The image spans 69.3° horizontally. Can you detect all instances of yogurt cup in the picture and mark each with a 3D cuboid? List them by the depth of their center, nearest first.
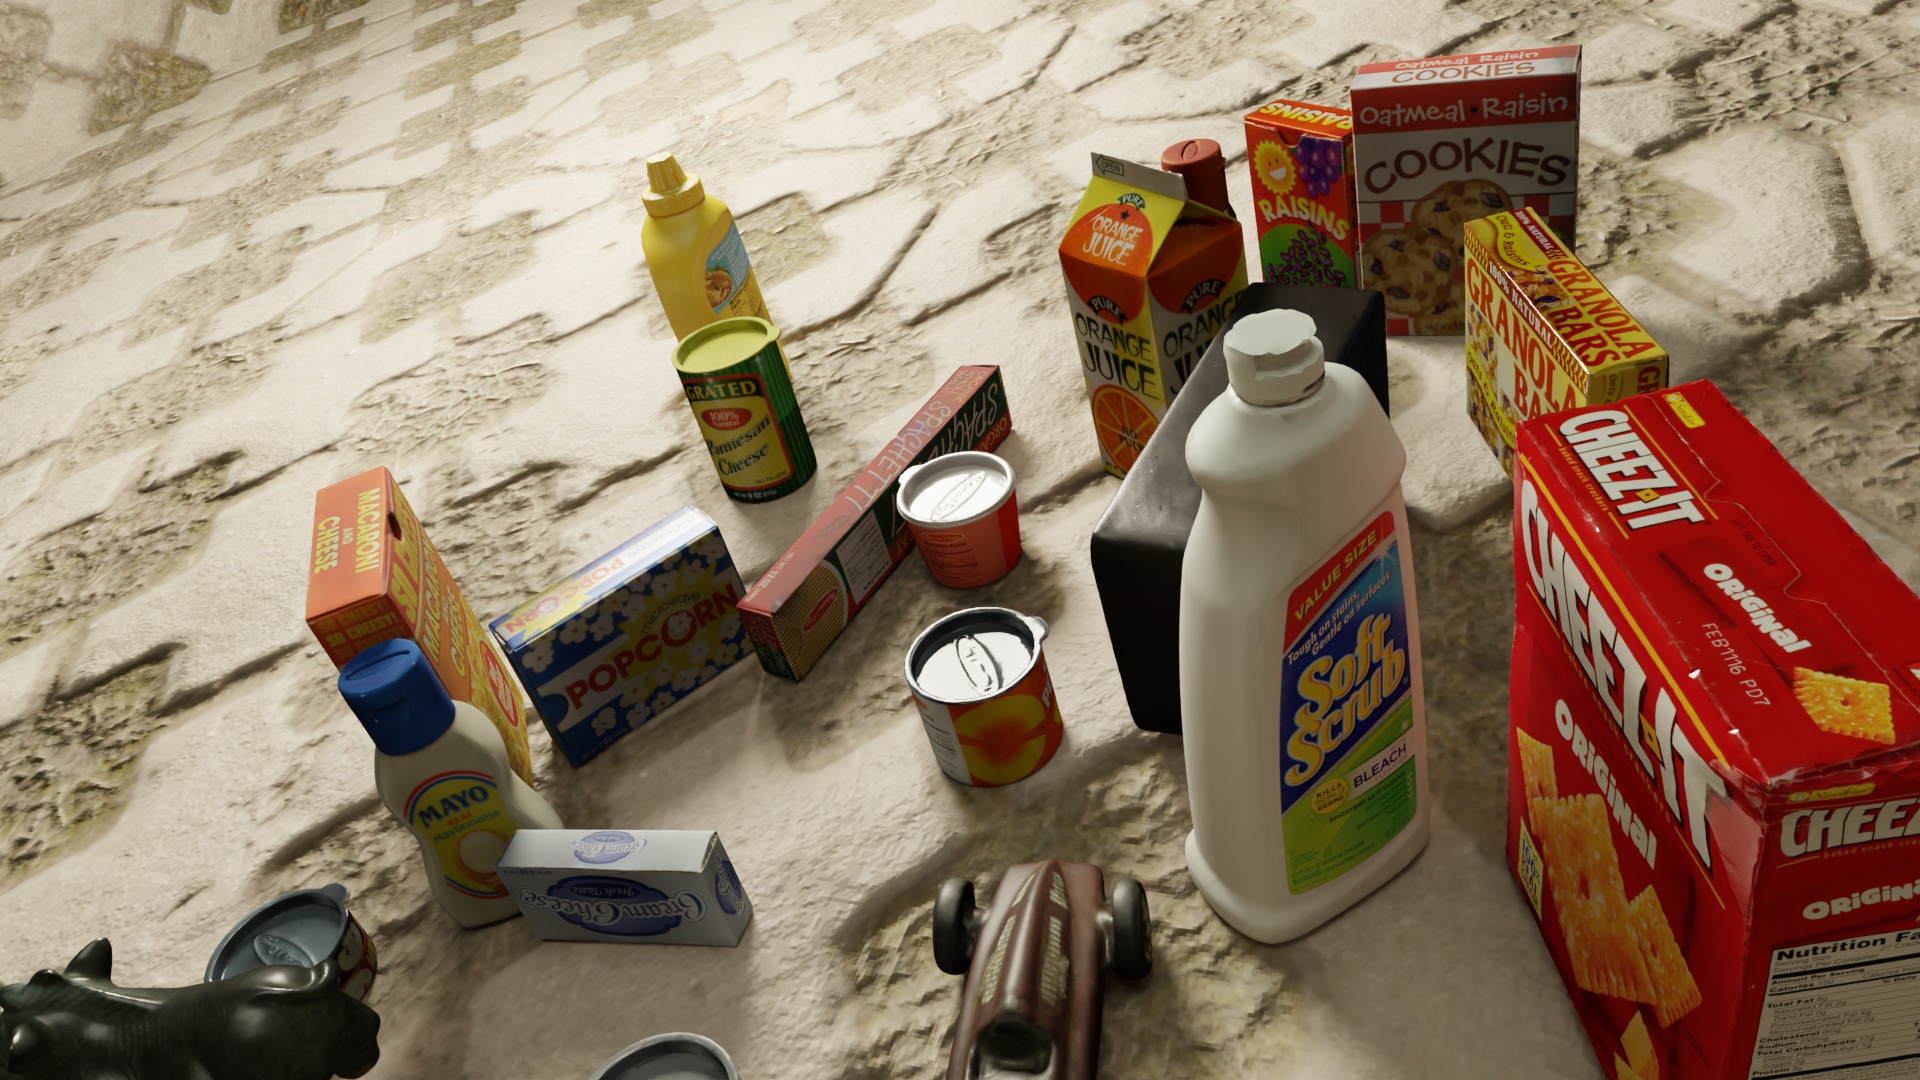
[{"bbox_3d":[0.003,-0.010,0.785,0.072,0.053,0.073,-10,36,8],"label":"yogurt cup"}]

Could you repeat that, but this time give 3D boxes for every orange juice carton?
[{"bbox_3d":[0.112,-0.122,0.775,0.073,0.191,0.072,-33,39,-22],"label":"orange juice carton"}]

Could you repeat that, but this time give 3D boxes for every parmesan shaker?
[{"bbox_3d":[-0.135,-0.084,0.895,0.071,0.102,0.072,-11,36,8],"label":"parmesan shaker"}]

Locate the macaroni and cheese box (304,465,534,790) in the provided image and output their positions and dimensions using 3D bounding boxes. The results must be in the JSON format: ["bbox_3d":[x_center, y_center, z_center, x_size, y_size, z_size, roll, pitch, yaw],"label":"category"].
[{"bbox_3d":[-0.266,0.062,0.696,0.040,0.165,0.124,-22,36,-8],"label":"macaroni and cheese box"}]

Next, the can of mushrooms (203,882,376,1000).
[{"bbox_3d":[-0.307,0.196,0.644,0.071,0.033,0.071,-10,36,8],"label":"can of mushrooms"}]

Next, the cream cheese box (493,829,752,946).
[{"bbox_3d":[-0.150,0.155,0.622,0.104,0.053,0.024,-3,37,17],"label":"cream cheese box"}]

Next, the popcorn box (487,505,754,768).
[{"bbox_3d":[-0.176,0.050,0.747,0.127,0.084,0.038,-34,39,-23],"label":"popcorn box"}]

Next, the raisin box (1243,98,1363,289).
[{"bbox_3d":[0.237,-0.224,0.925,0.040,0.122,0.086,-33,39,-22],"label":"raisin box"}]

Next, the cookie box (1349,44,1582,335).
[{"bbox_3d":[0.304,-0.205,0.836,0.123,0.166,0.040,3,40,25],"label":"cookie box"}]

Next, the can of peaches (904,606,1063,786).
[{"bbox_3d":[0.014,0.074,0.665,0.071,0.057,0.071,-10,36,8],"label":"can of peaches"}]

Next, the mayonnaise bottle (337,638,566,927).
[{"bbox_3d":[-0.232,0.111,0.632,0.065,0.147,0.041,-24,36,-10],"label":"mayonnaise bottle"}]

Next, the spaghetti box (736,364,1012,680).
[{"bbox_3d":[-0.042,-0.019,0.819,0.028,0.050,0.251,10,43,31],"label":"spaghetti box"}]

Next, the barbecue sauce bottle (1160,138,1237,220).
[{"bbox_3d":[0.154,-0.175,0.868,0.043,0.147,0.065,-1,38,20],"label":"barbecue sauce bottle"}]

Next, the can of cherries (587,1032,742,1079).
[{"bbox_3d":[-0.105,0.226,0.505,0.071,0.058,0.072,-10,36,8],"label":"can of cherries"}]

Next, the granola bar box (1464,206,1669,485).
[{"bbox_3d":[0.301,-0.077,0.702,0.039,0.123,0.166,-12,36,6],"label":"granola bar box"}]
